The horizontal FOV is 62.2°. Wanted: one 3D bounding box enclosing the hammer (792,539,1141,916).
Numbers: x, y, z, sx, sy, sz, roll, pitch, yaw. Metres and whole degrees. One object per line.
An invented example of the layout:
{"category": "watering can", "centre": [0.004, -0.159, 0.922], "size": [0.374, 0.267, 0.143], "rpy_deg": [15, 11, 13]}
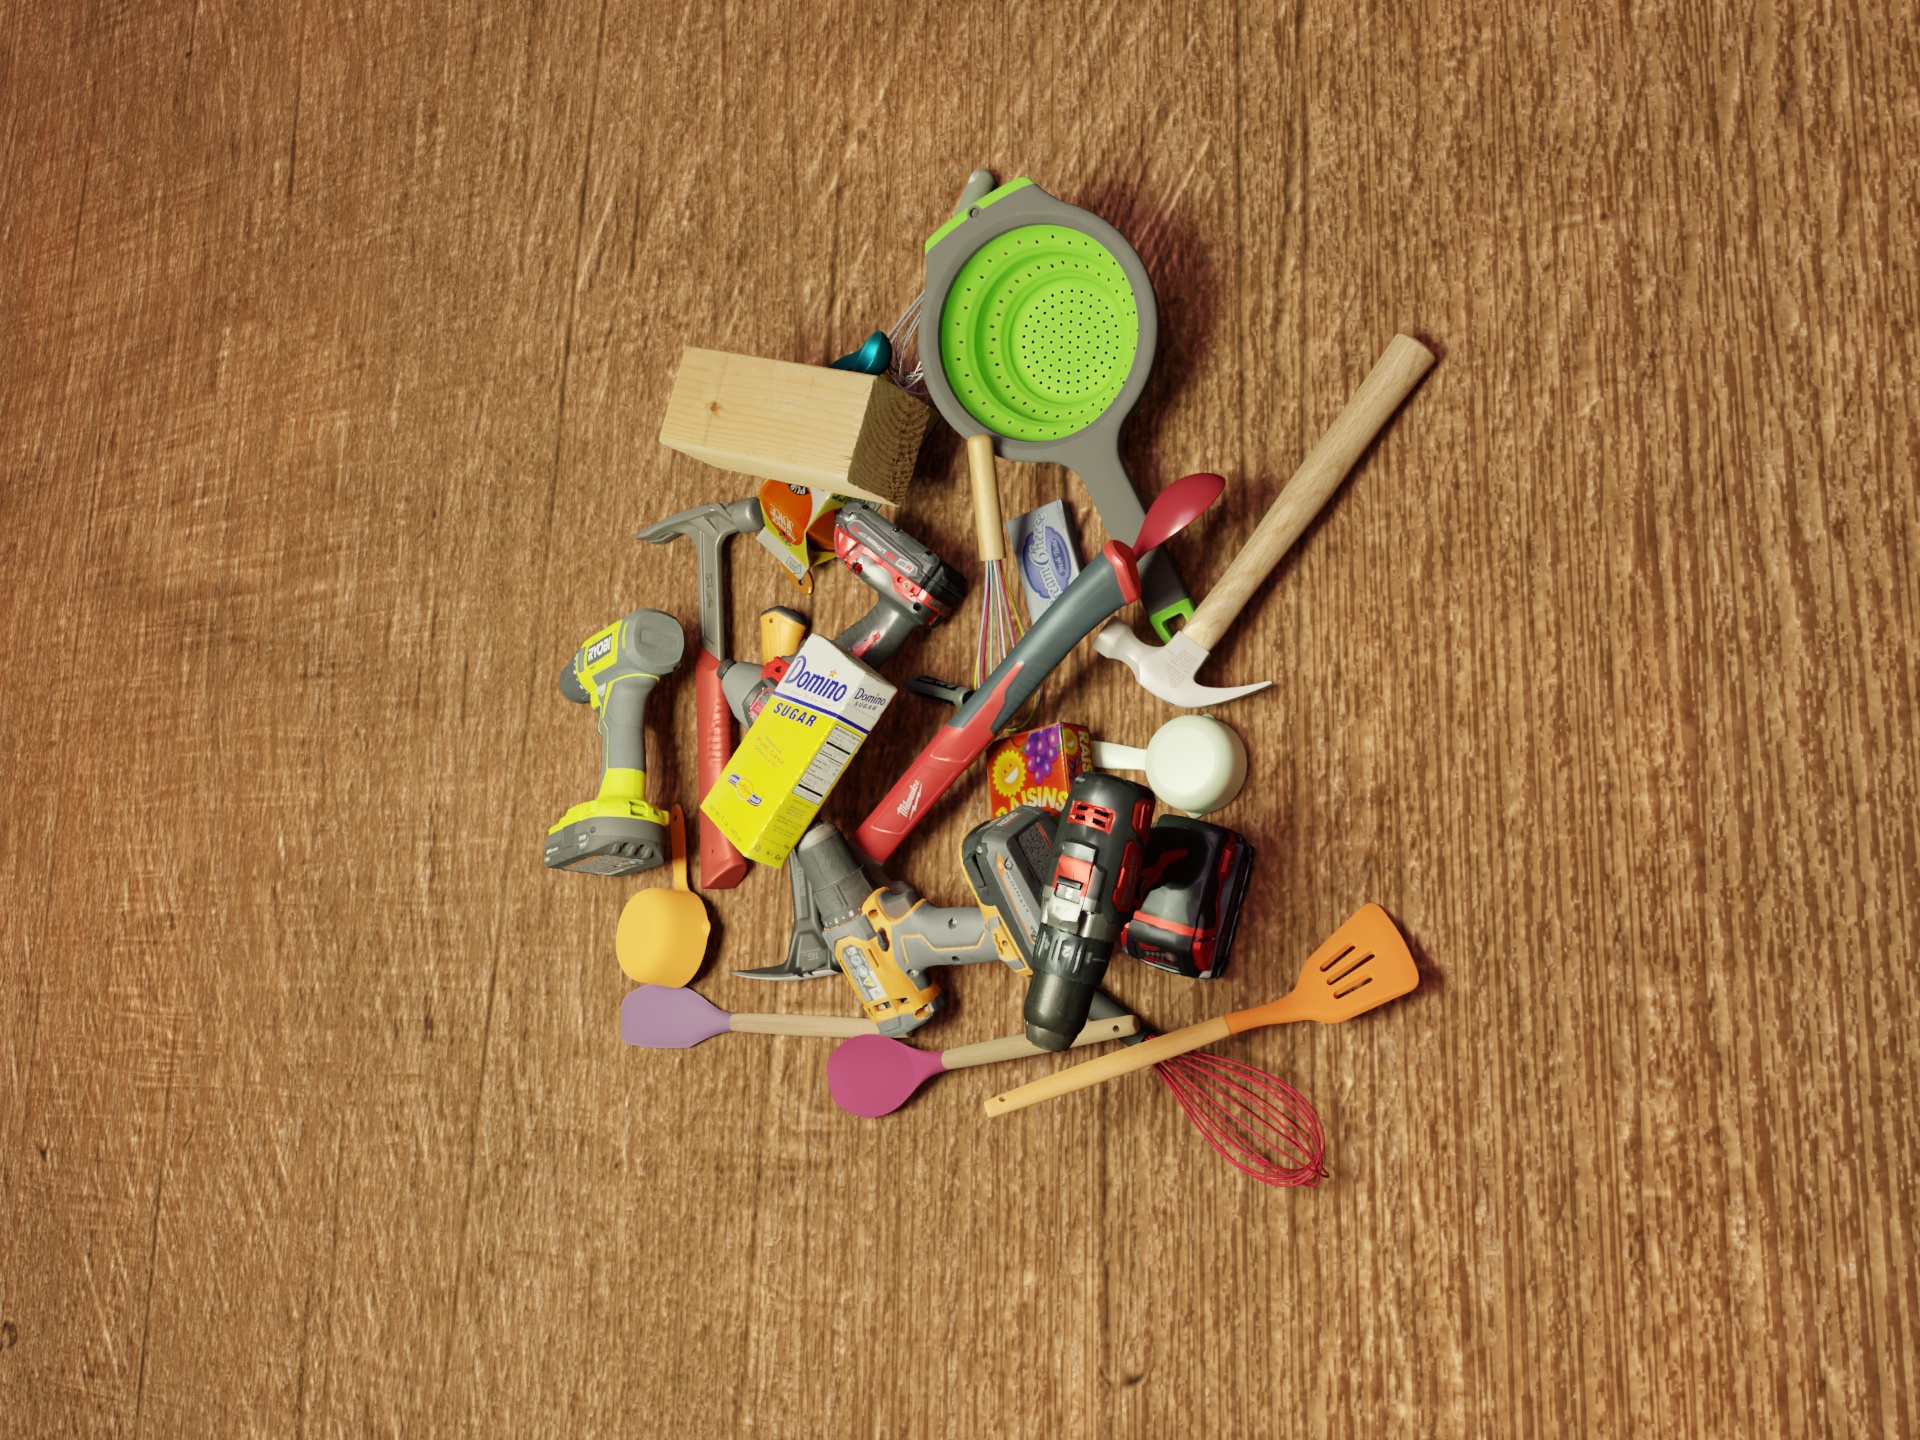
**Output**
{"category": "hammer", "centre": [-0.002, -0.004, 1.259], "size": [0.143, 0.038, 0.386], "rpy_deg": [40, 117, -2]}

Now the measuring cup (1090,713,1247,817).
{"category": "measuring cup", "centre": [0.141, 0.029, 1.252], "size": [0.168, 0.038, 0.083], "rpy_deg": [6, 84, 30]}

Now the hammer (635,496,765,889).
{"category": "hammer", "centre": [-0.236, -0.023, 1.475], "size": [0.149, 0.036, 0.359], "rpy_deg": [-11, 76, 33]}

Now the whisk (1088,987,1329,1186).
{"category": "whisk", "centre": [0.154, 0.252, 1.193], "size": [0.296, 0.073, 0.073], "rpy_deg": [32, 97, 35]}

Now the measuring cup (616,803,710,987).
{"category": "measuring cup", "centre": [-0.276, 0.155, 1.448], "size": [0.095, 0.052, 0.174], "rpy_deg": [-26, 60, 43]}

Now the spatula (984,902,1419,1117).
{"category": "spatula", "centre": [0.168, 0.223, 1.149], "size": [0.322, 0.041, 0.081], "rpy_deg": [-20, 43, 1]}

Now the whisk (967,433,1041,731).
{"category": "whisk", "centre": [0.025, -0.110, 1.302], "size": [0.047, 0.051, 0.245], "rpy_deg": [2, 103, 42]}

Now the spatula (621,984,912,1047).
{"category": "spatula", "centre": [-0.179, 0.265, 1.402], "size": [0.316, 0.018, 0.060], "rpy_deg": [-3, 81, 30]}

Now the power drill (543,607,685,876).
{"category": "power drill", "centre": [-0.327, 0.024, 1.471], "size": [0.190, 0.080, 0.229], "rpy_deg": [-20, 64, 51]}

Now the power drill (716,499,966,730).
{"category": "power drill", "centre": [-0.109, -0.071, 1.370], "size": [0.143, 0.078, 0.219], "rpy_deg": [37, 94, 21]}

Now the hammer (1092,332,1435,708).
{"category": "hammer", "centre": [0.250, -0.150, 1.214], "size": [0.130, 0.031, 0.331], "rpy_deg": [38, 95, 9]}

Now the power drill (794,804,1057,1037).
{"category": "power drill", "centre": [-0.022, 0.138, 1.248], "size": [0.226, 0.084, 0.185], "rpy_deg": [-26, 94, 36]}

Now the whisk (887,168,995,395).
{"category": "whisk", "centre": [-0.013, -0.384, 1.382], "size": [0.058, 0.059, 0.246], "rpy_deg": [-18, 48, 54]}

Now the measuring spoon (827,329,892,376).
{"category": "measuring spoon", "centre": [-0.087, -0.299, 1.351], "size": [0.129, 0.021, 0.042], "rpy_deg": [2, 69, 64]}

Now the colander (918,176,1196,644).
{"category": "colander", "centre": [0.110, -0.241, 1.304], "size": [0.204, 0.094, 0.397], "rpy_deg": [-27, 87, 24]}

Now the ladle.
{"category": "ladle", "centre": [0.094, -0.076, 1.248], "size": [0.031, 0.069, 0.315], "rpy_deg": [35, 112, -12]}

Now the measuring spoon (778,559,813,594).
{"category": "measuring spoon", "centre": [-0.168, -0.161, 1.479], "size": [0.021, 0.011, 0.117], "rpy_deg": [-41, 64, 17]}

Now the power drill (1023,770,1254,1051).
{"category": "power drill", "centre": [0.121, 0.141, 1.133], "size": [0.080, 0.226, 0.188], "rpy_deg": [14, 87, 31]}

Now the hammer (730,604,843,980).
{"category": "hammer", "centre": [-0.155, 0.062, 1.417], "size": [0.127, 0.034, 0.337], "rpy_deg": [-13, 74, 26]}

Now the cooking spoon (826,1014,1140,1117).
{"category": "cooking spoon", "centre": [0.009, 0.267, 1.267], "size": [0.319, 0.017, 0.069], "rpy_deg": [-20, 78, 37]}
